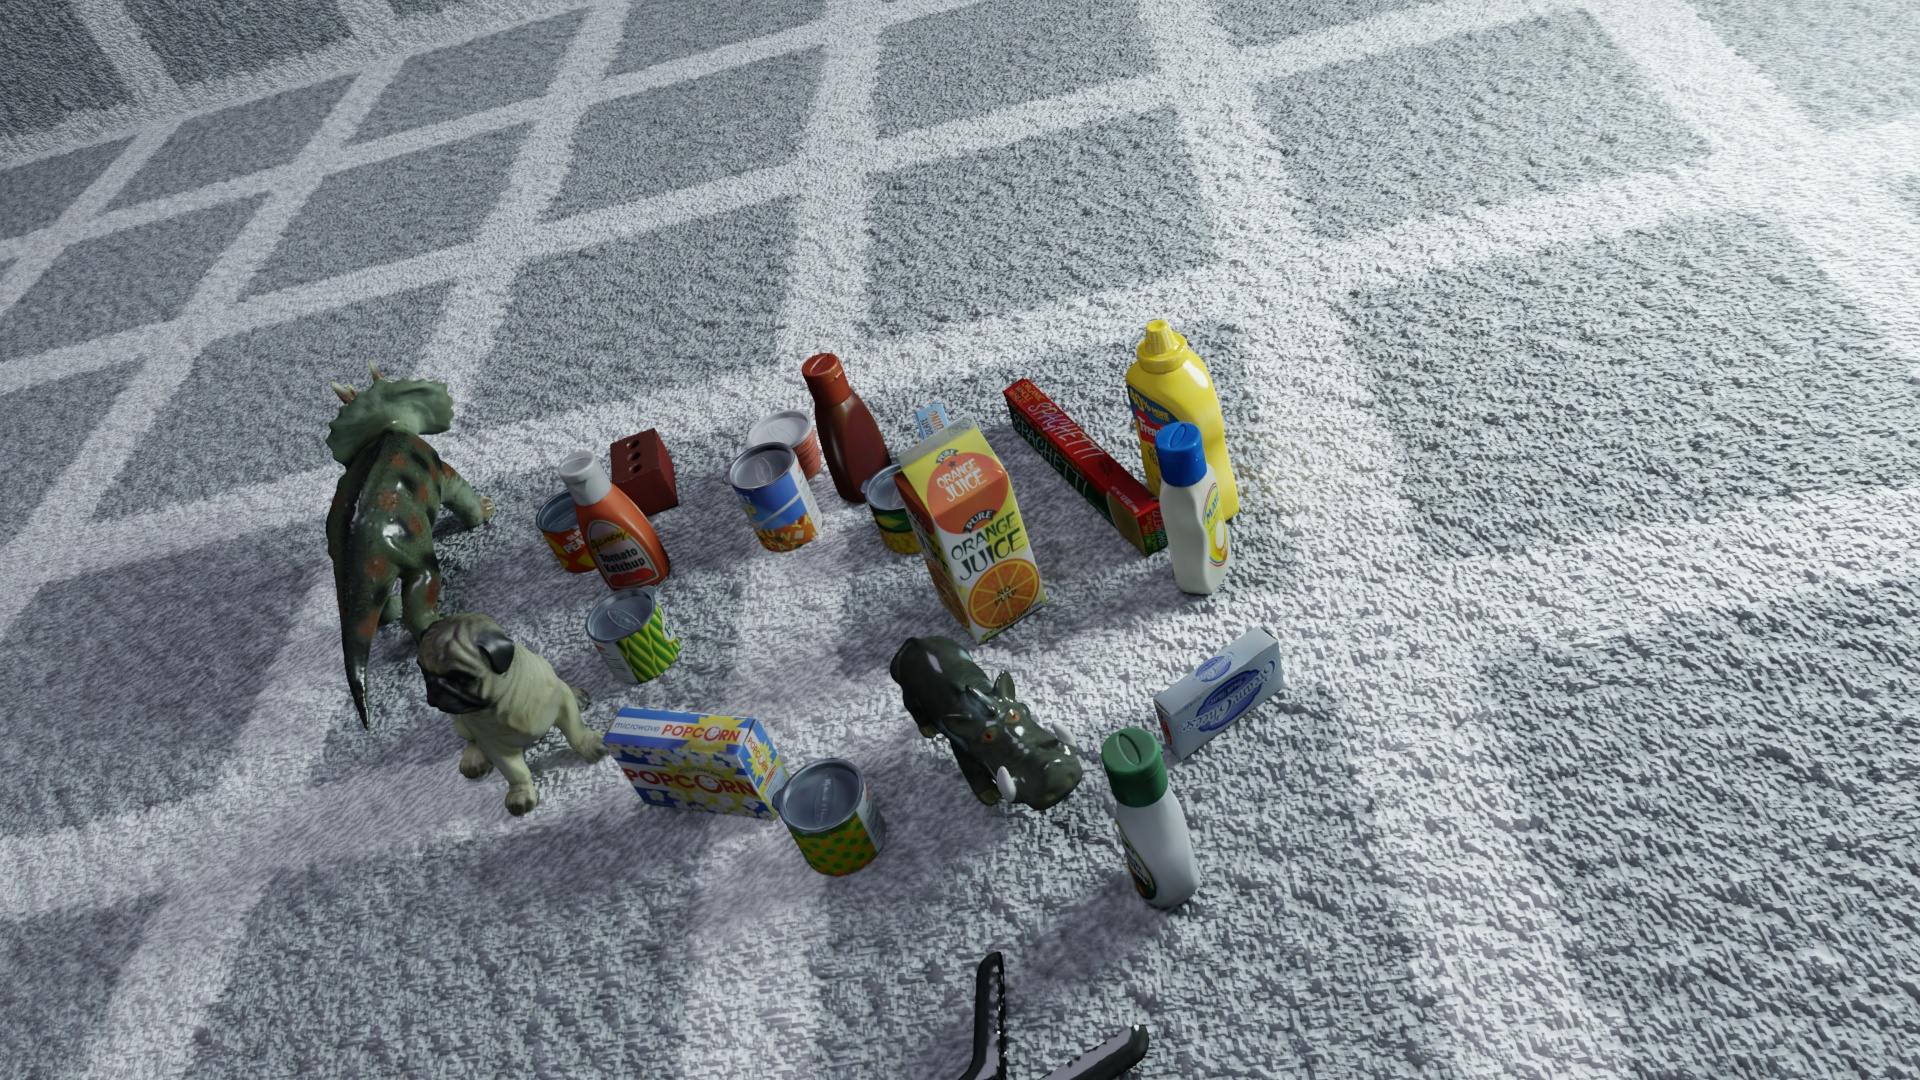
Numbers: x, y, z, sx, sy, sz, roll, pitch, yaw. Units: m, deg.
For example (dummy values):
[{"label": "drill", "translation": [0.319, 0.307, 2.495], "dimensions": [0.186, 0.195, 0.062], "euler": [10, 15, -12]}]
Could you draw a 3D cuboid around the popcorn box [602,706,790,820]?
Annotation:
[{"label": "popcorn box", "translation": [-0.205, 0.174, 1.087], "dimensions": [0.126, 0.084, 0.038], "euler": [2, 45, 23]}]

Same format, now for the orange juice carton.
[{"label": "orange juice carton", "translation": [0.004, -0.014, 1.132], "dimensions": [0.072, 0.191, 0.073], "euler": [-31, 42, -13]}]

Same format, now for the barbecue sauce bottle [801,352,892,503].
[{"label": "barbecue sauce bottle", "translation": [-0.109, -0.108, 1.315], "dimensions": [0.043, 0.147, 0.065], "euler": [12, 50, 32]}]

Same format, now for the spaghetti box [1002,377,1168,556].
[{"label": "spaghetti box", "translation": [0.110, -0.072, 1.265], "dimensions": [0.029, 0.050, 0.251], "euler": [-29, 41, -11]}]

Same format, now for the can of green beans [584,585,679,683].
[{"label": "can of green beans", "translation": [-0.292, 0.085, 1.240], "dimensions": [0.071, 0.057, 0.071], "euler": [-11, 41, 10]}]

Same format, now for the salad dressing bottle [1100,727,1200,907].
[{"label": "salad dressing bottle", "translation": [0.123, 0.181, 0.905], "dimensions": [0.044, 0.147, 0.064], "euler": [-23, 40, -4]}]

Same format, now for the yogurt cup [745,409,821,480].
[{"label": "yogurt cup", "translation": [-0.173, -0.091, 1.392], "dimensions": [0.072, 0.053, 0.073], "euler": [-11, 41, 10]}]

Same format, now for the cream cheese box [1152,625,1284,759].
[{"label": "cream cheese box", "translation": [0.192, 0.112, 1.026], "dimensions": [0.104, 0.053, 0.024], "euler": [-33, 42, -15]}]

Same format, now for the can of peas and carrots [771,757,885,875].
[{"label": "can of peas and carrots", "translation": [-0.097, 0.206, 1.030], "dimensions": [0.071, 0.058, 0.071], "euler": [-11, 41, 10]}]

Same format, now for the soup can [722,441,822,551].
[{"label": "soup can", "translation": [-0.177, -0.040, 1.314], "dimensions": [0.071, 0.083, 0.072], "euler": [-11, 41, 10]}]

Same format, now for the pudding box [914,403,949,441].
[{"label": "pudding box", "translation": [-0.019, -0.087, 1.332], "dimensions": [0.030, 0.049, 0.084], "euler": [-18, 40, 2]}]

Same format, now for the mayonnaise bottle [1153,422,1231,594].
[{"label": "mayonnaise bottle", "translation": [0.185, -0.027, 1.111], "dimensions": [0.041, 0.147, 0.065], "euler": [7, 47, 28]}]

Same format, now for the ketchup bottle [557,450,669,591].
[{"label": "ketchup bottle", "translation": [-0.328, -0.018, 1.298], "dimensions": [0.065, 0.148, 0.044], "euler": [-12, 41, 9]}]

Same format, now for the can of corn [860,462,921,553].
[{"label": "can of corn", "translation": [-0.050, -0.030, 1.274], "dimensions": [0.071, 0.058, 0.071], "euler": [-11, 41, 10]}]

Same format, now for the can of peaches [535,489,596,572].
[{"label": "can of peaches", "translation": [-0.377, -0.009, 1.378], "dimensions": [0.071, 0.057, 0.071], "euler": [-11, 41, 10]}]
